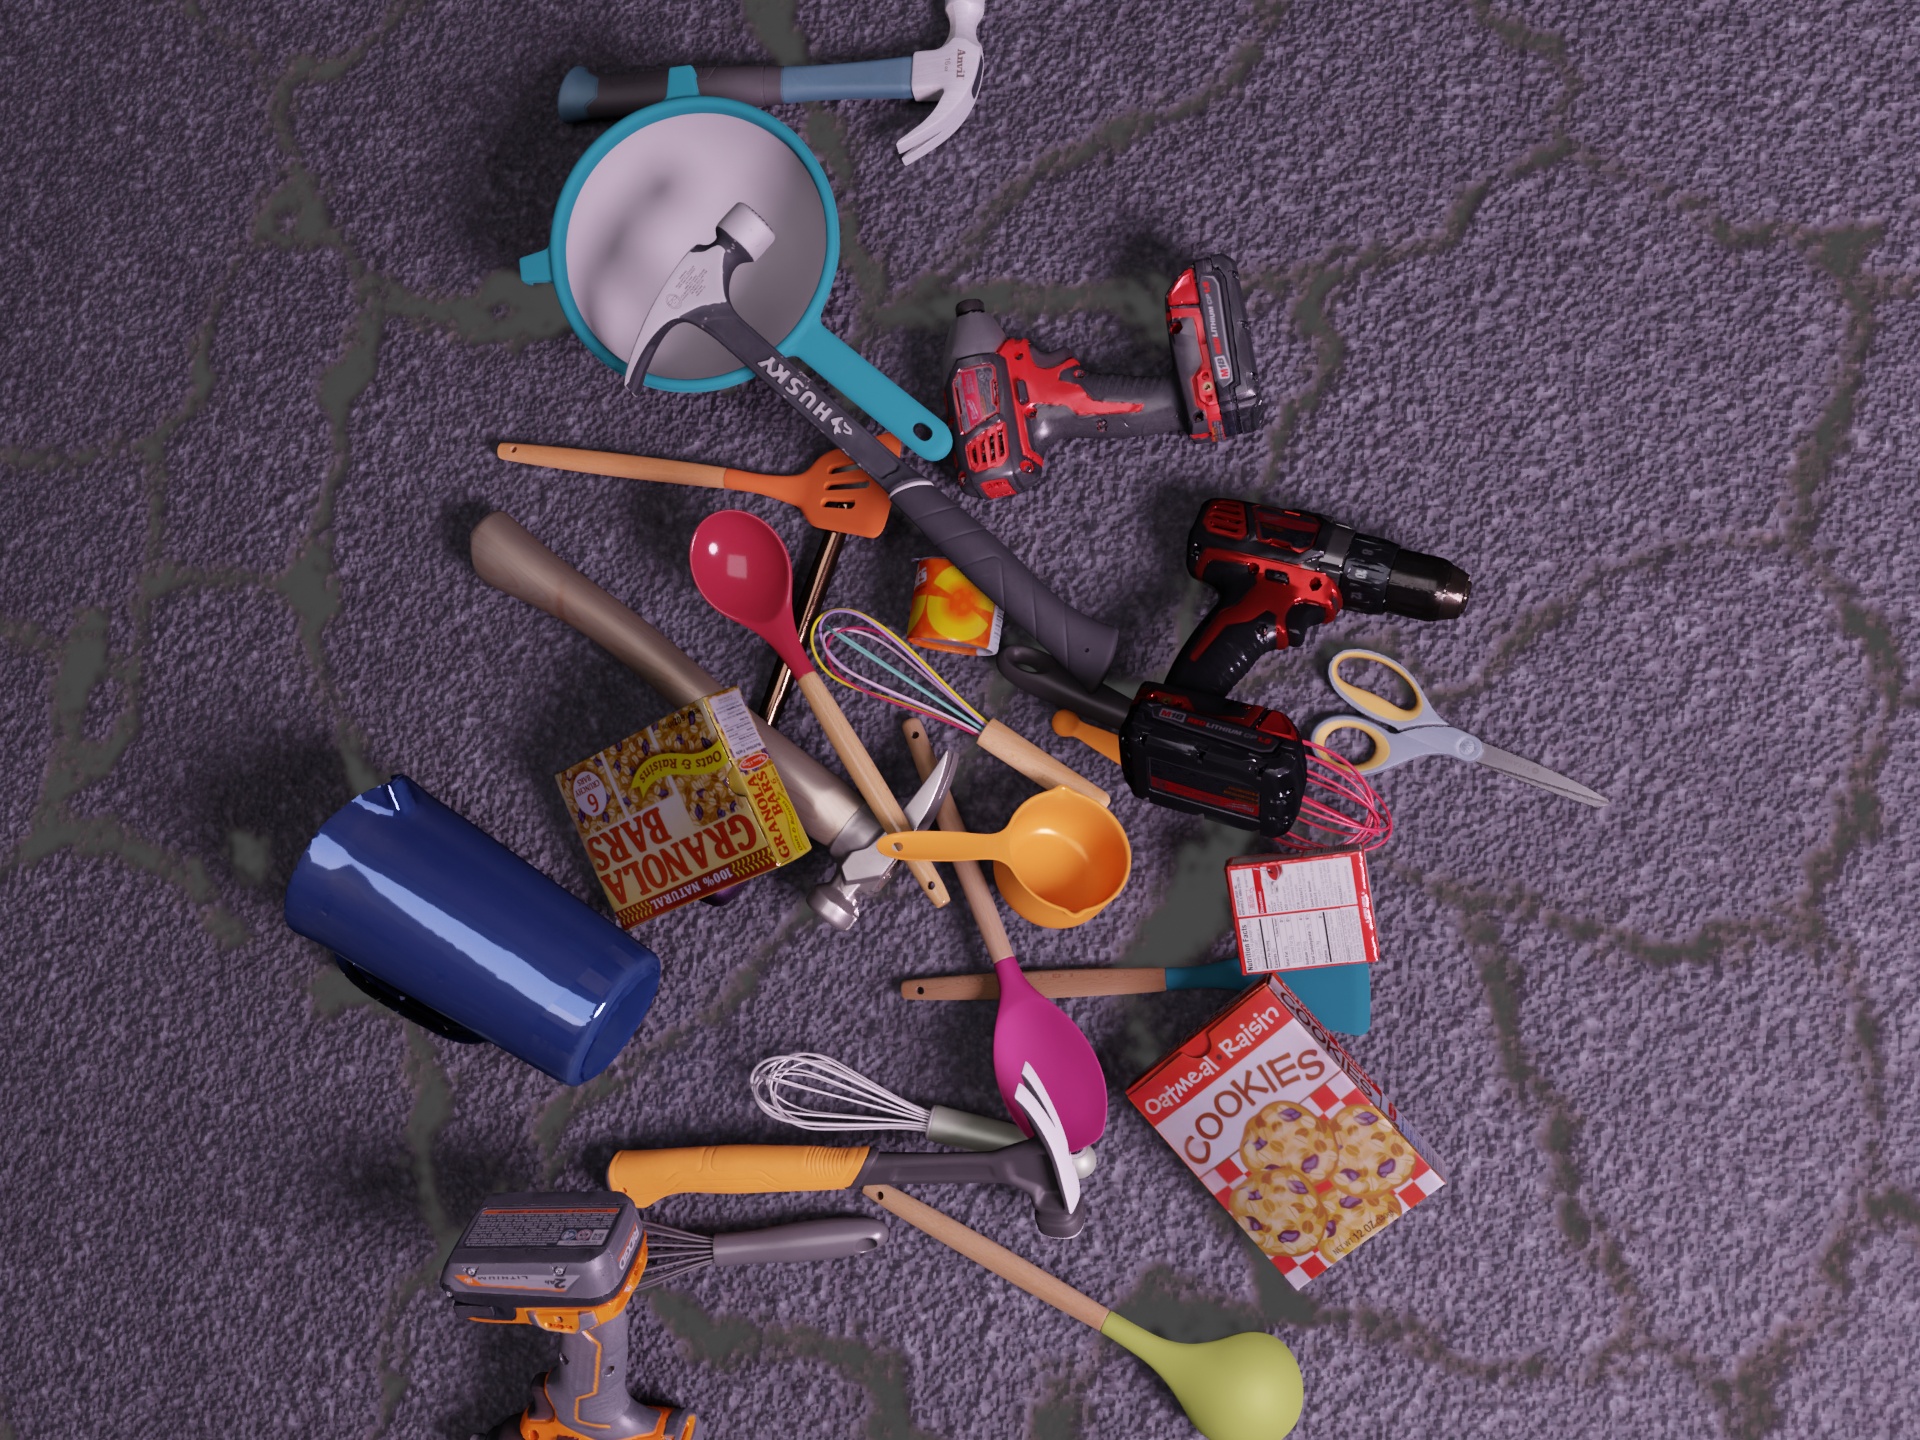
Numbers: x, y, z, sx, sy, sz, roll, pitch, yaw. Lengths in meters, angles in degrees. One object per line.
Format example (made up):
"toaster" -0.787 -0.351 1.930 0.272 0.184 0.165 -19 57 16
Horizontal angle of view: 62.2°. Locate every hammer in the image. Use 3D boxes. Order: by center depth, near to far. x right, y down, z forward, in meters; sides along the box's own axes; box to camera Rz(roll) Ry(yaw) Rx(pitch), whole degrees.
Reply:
"hammer" -0.091 0.296 1.068 0.337 0.034 0.127 -7 117 19
"hammer" -0.052 -0.165 1.076 0.409 0.036 0.149 43 90 5
"hammer" -0.192 -0.032 1.145 0.411 0.038 0.146 38 92 14
"hammer" -0.147 -0.484 1.209 0.331 0.033 0.128 1 82 10

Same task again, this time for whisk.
"whisk" 0.154 0.015 1.084 0.296 0.073 0.073 26 88 18
"whisk" -0.028 0.275 1.093 0.246 0.058 0.059 12 120 8
"whisk" -0.168 0.364 1.104 0.239 0.055 0.055 -7 82 5
"whisk" -0.003 -0.002 1.121 0.245 0.051 0.047 33 80 7

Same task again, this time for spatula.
"spatula" 0.112 0.176 1.077 0.317 0.044 0.082 -5 87 10
"spatula" -0.132 -0.017 1.157 0.060 0.018 0.316 19 88 12
"spatula" -0.198 -0.186 1.178 0.322 0.041 0.081 8 79 12

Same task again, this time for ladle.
"ladle" 0.076 0.386 1.066 0.320 0.062 0.078 24 93 19
"ladle" -0.092 -0.009 1.088 0.069 0.031 0.315 -33 78 8

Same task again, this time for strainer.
"strainer" -0.135 -0.295 1.158 0.340 0.095 0.211 40 93 5

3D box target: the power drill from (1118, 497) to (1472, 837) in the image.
"power drill" 0.215 -0.041 1.031 0.188 0.080 0.227 16 60 19

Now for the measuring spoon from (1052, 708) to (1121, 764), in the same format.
"measuring spoon" 0.116 0.022 1.111 0.117 0.011 0.021 27 88 12

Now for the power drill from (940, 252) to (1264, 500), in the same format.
"power drill" 0.094 -0.246 1.118 0.219 0.078 0.143 -11 81 11

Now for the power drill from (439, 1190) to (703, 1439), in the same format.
"power drill" -0.271 0.428 1.061 0.164 0.084 0.226 -4 112 9

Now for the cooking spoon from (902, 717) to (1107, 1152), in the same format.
"cooking spoon" 0.021 0.141 1.091 0.069 0.017 0.319 -24 72 5

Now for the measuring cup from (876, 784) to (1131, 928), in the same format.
"measuring cup" 0.025 0.095 1.068 0.173 0.052 0.095 3 62 -13
